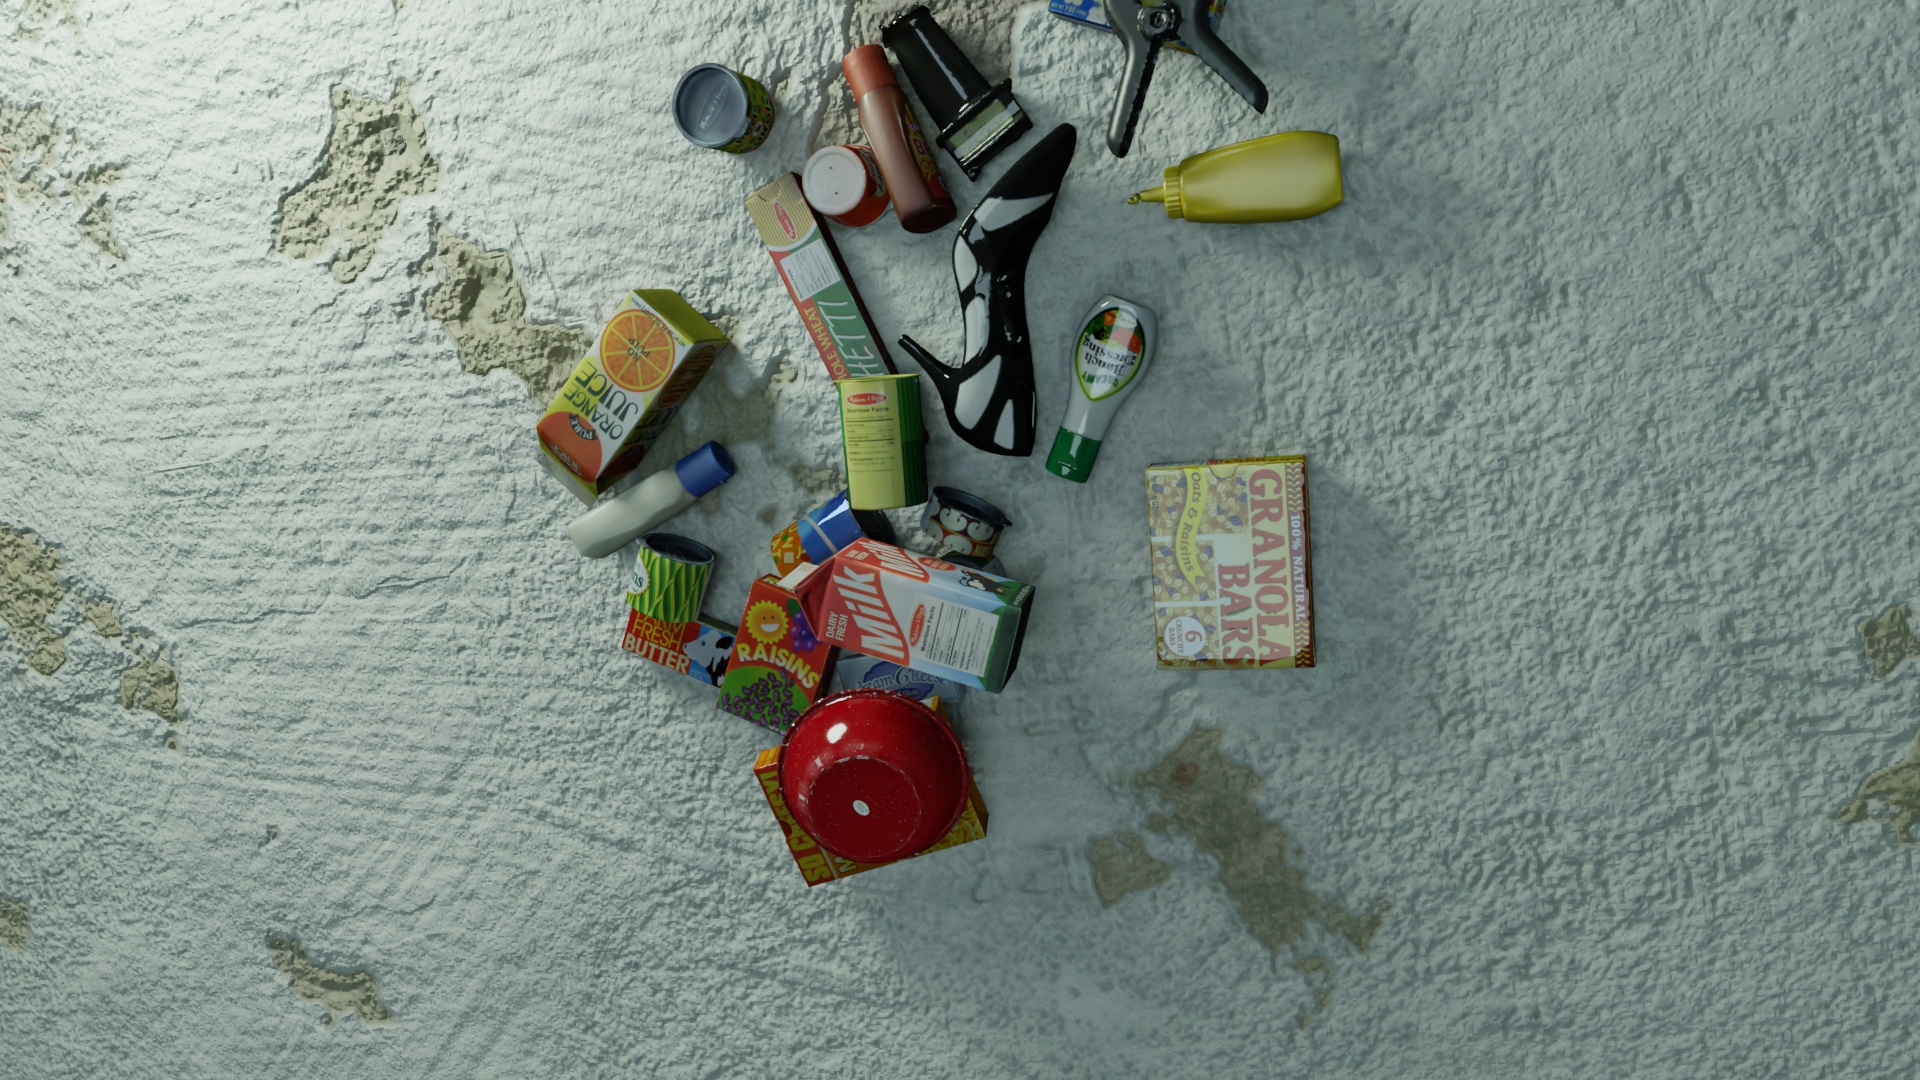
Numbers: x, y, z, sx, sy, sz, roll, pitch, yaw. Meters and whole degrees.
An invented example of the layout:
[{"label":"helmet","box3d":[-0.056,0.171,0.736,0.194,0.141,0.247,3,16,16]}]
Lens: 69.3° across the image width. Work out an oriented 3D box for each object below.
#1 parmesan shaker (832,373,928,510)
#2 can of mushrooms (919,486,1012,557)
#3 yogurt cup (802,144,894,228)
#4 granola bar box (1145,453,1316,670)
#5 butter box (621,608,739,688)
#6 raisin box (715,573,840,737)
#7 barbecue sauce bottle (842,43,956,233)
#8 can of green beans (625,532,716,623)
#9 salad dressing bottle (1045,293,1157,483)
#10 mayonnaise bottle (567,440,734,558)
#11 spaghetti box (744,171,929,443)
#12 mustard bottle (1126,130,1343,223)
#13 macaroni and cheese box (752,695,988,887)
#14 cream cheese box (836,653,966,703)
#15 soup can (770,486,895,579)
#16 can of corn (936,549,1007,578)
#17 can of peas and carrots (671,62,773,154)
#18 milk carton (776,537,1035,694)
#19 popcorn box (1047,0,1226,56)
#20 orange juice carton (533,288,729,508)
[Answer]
[{"label":"parmesan shaker","box3d":[-0.064,-0.079,1.110,0.071,0.071,0.103,-2,99,15]},{"label":"can of mushrooms","box3d":[0.004,-0.014,1.134,0.071,0.071,0.033,27,105,9]},{"label":"yogurt cup","box3d":[-0.093,-0.288,1.123,0.072,0.054,0.072,2,99,15]},{"label":"granola bar box","box3d":[0.214,0.019,1.098,0.124,0.039,0.165,-3,98,15]},{"label":"butter box","box3d":[-0.246,0.089,1.237,0.103,0.024,0.053,20,102,11]},{"label":"raisin box","box3d":[-0.152,0.101,1.207,0.086,0.040,0.123,21,104,11]},{"label":"barbecue sauce bottle","box3d":[-0.051,-0.320,1.105,0.043,0.065,0.148,-24,84,17]},{"label":"can of green beans","box3d":[-0.252,0.032,1.207,0.071,0.071,0.057,22,104,10]},{"label":"salad dressing bottle","box3d":[0.109,-0.119,1.102,0.064,0.044,0.147,22,104,9]},{"label":"mayonnaise bottle","box3d":[-0.266,-0.035,1.205,0.148,0.065,0.041,-30,87,13]},{"label":"spaghetti box","box3d":[-0.102,-0.182,1.155,0.050,0.029,0.250,-25,92,17]},{"label":"mustard bottle","box3d":[0.206,-0.270,1.051,0.160,0.049,0.065,-3,98,16]},{"label":"macaroni and cheese box","box3d":[-0.075,0.215,1.182,0.166,0.040,0.123,-19,106,10]},{"label":"cream cheese box","box3d":[-0.051,0.118,1.190,0.104,0.024,0.053,-12,95,16]},{"label":"soup can","box3d":[-0.108,0.000,1.167,0.083,0.071,0.071,-32,90,17]},{"label":"can of corn","box3d":[-0.001,0.041,1.147,0.071,0.058,0.071,2,100,14]},{"label":"can of peas and carrots","box3d":[-0.191,-0.351,1.136,0.071,0.059,0.070,2,100,14]},{"label":"milk carton","box3d":[-0.045,0.051,1.089,0.191,0.072,0.073,15,105,8]},{"label":"popcorn box","box3d":[0.138,-0.425,1.050,0.127,0.038,0.085,19,103,11]},{"label":"orange juice carton","box3d":[-0.291,-0.120,1.191,0.072,0.073,0.192,41,107,5]}]
